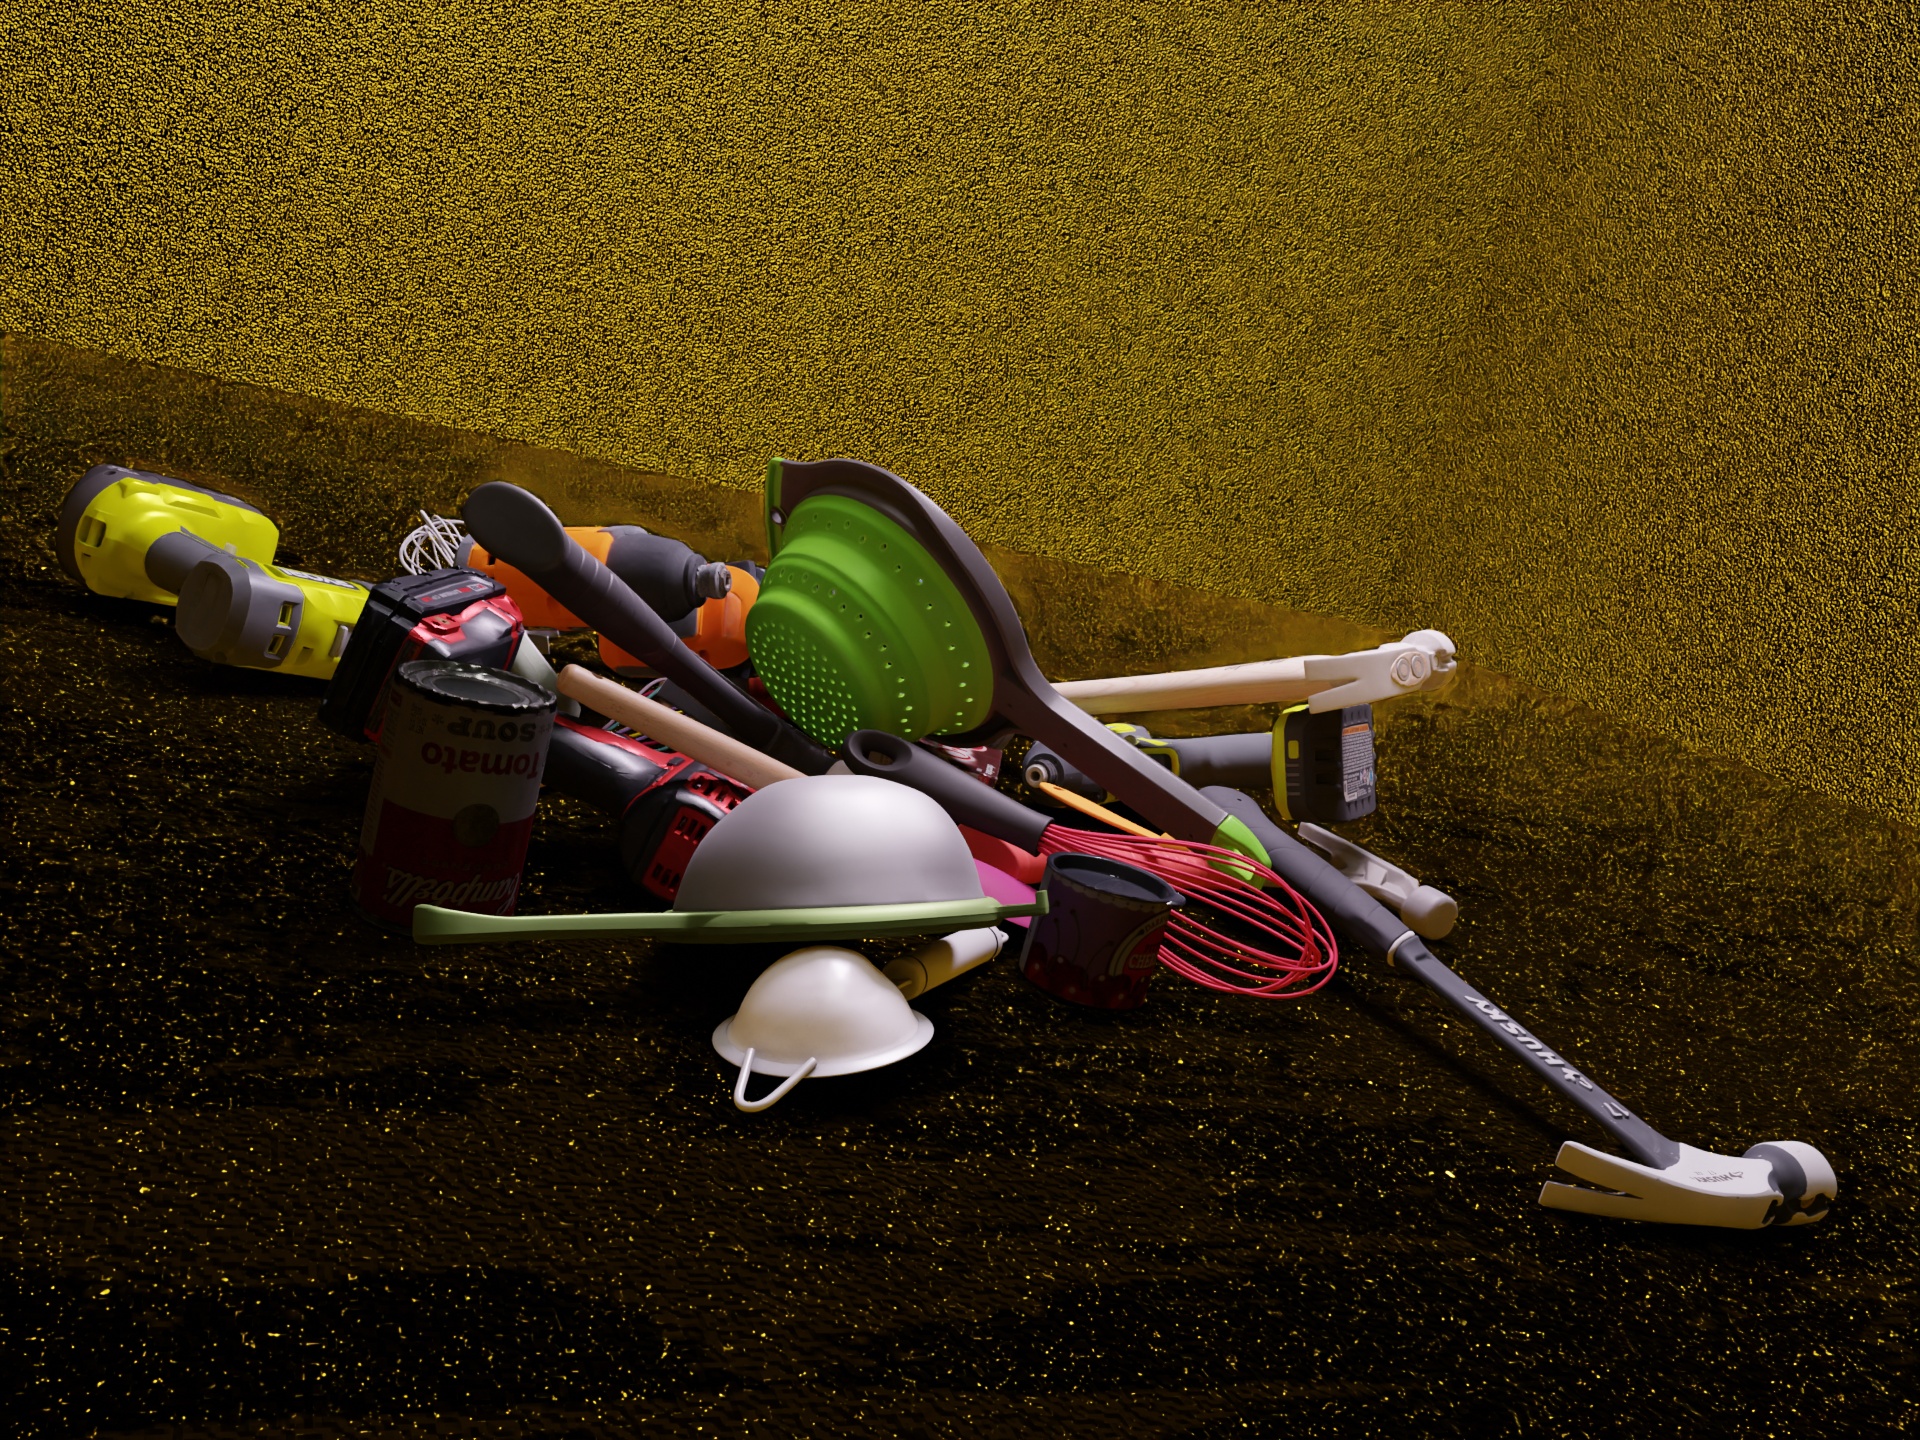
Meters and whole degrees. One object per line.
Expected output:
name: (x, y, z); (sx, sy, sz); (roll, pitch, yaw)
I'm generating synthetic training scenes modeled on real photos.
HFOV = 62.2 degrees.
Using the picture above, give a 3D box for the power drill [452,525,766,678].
power drill: (-0.195, -0.076, 1.018); (0.164, 0.084, 0.226); (2, -4, 14)

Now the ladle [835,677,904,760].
ladle: (-0.047, -0.006, 1.257); (0.078, 0.062, 0.320); (22, 19, 8)

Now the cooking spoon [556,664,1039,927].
cooking spoon: (-0.058, 0.046, 0.792); (0.318, 0.017, 0.069); (28, 7, -30)

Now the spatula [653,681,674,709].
spatula: (-0.218, -0.049, 1.211); (0.082, 0.044, 0.318); (-6, 15, -4)

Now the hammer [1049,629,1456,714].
hammer: (0.125, -0.019, 1.108); (0.146, 0.038, 0.411); (-11, 4, -43)

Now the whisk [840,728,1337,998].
whisk: (0.063, 0.071, 0.858); (0.296, 0.073, 0.073); (24, 14, 17)

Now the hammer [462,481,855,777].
hammer: (-0.157, -0.037, 0.828); (0.146, 0.035, 0.334); (32, -7, 24)

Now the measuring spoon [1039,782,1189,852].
measuring spoon: (0.094, 0.056, 0.980); (0.117, 0.011, 0.021); (24, 14, 40)

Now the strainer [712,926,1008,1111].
strainer: (-0.029, 0.111, 0.686); (0.087, 0.050, 0.258); (3, 3, 21)

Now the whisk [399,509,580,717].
whisk: (-0.316, -0.071, 1.072); (0.059, 0.057, 0.247); (-28, 50, -22)

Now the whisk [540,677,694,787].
whisk: (-0.204, 0.010, 0.947); (0.047, 0.051, 0.245); (23, 16, 12)

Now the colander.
colander: (-0.001, -0.003, 0.937); (0.397, 0.204, 0.094); (36, 58, 21)

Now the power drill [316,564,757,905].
power drill: (-0.192, 0.010, 0.803); (0.219, 0.078, 0.143); (29, 13, 2)

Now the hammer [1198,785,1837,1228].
hammer: (0.240, 0.131, 0.839); (0.149, 0.036, 0.409); (6, 19, -29)

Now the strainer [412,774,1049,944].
strainer: (-0.098, 0.057, 0.658); (0.256, 0.069, 0.151); (4, -8, -39)

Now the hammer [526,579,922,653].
hammer: (-0.187, -0.082, 1.197); (0.331, 0.033, 0.128); (-3, 10, 5)

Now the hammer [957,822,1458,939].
hammer: (0.144, 0.090, 1.007); (0.358, 0.036, 0.149); (8, 13, -33)

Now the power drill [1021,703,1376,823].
power drill: (0.162, 0.032, 1.102); (0.223, 0.080, 0.171); (-3, 1, 27)

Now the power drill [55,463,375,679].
power drill: (-0.440, -0.083, 1.012); (0.229, 0.080, 0.190); (24, 6, 30)
